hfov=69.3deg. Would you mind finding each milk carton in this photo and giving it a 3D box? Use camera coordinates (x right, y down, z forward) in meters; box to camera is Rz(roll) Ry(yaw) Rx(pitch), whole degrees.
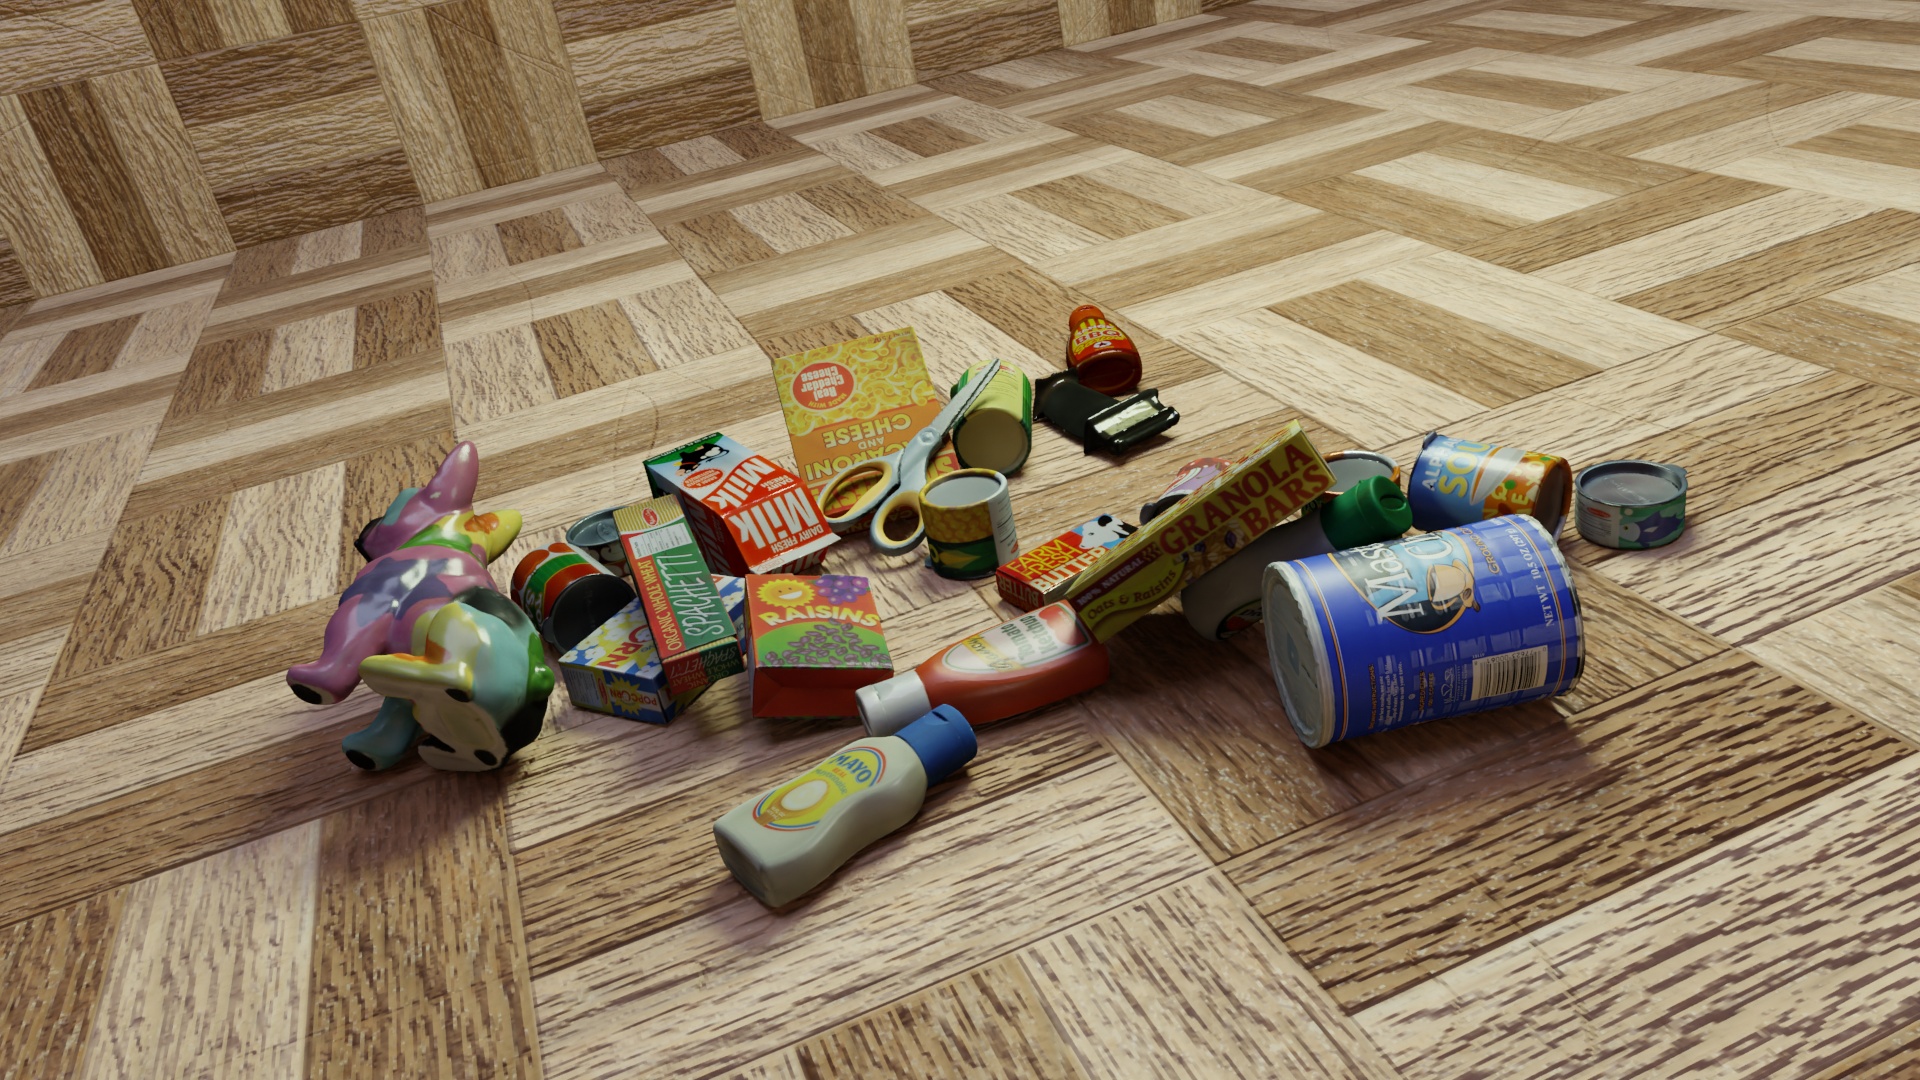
[{"bbox_3d":[-0.167,-0.017,1.062,0.072,0.073,0.191,-26,31,-27],"label":"milk carton"}]

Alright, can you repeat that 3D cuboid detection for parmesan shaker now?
[{"bbox_3d":[0.024,-0.101,1.160,0.071,0.071,0.103,-7,28,7],"label":"parmesan shaker"}]

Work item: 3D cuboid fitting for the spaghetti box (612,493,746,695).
[{"bbox_3d":[-0.196,0.030,0.947,0.050,0.028,0.251,-18,28,-13],"label":"spaghetti box"}]

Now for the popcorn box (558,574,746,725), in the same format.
[{"bbox_3d":[-0.198,0.069,0.948,0.085,0.038,0.127,7,32,29],"label":"popcorn box"}]

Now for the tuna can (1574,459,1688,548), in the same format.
[{"bbox_3d":[0.436,-0.024,0.900,0.071,0.032,0.071,-9,28,5],"label":"tuna can"}]

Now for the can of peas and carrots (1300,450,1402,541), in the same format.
[{"bbox_3d":[0.260,-0.020,0.928,0.071,0.058,0.071,-9,27,5],"label":"can of peas and carrots"}]

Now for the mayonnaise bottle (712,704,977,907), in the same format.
[{"bbox_3d":[-0.058,0.140,0.760,0.149,0.041,0.065,-29,32,-29],"label":"mayonnaise bottle"}]

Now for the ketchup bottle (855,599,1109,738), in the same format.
[{"bbox_3d":[0.012,0.084,0.839,0.149,0.043,0.065,-19,34,-13],"label":"ketchup bottle"}]

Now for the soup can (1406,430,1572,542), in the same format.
[{"bbox_3d":[0.345,-0.032,0.906,0.084,0.071,0.072,16,38,41],"label":"soup can"}]

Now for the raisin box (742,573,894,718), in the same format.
[{"bbox_3d":[-0.095,0.065,0.894,0.086,0.040,0.124,1,25,-12],"label":"raisin box"}]

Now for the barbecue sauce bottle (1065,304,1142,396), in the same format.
[{"bbox_3d":[0.127,-0.180,1.296,0.065,0.043,0.149,-11,27,2],"label":"barbecue sauce bottle"}]

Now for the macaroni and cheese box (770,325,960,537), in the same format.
[{"bbox_3d":[-0.075,-0.088,1.120,0.124,0.040,0.167,-15,57,-5],"label":"macaroni and cheese box"}]

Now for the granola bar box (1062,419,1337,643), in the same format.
[{"bbox_3d":[0.147,-0.008,0.844,0.165,0.039,0.124,-36,-1,14],"label":"granola bar box"}]

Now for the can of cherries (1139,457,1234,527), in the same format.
[{"bbox_3d":[0.164,-0.017,0.946,0.071,0.071,0.059,5,31,28],"label":"can of cherries"}]

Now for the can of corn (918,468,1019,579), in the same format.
[{"bbox_3d":[0.004,-0.013,1.008,0.071,0.058,0.071,-8,27,4],"label":"can of corn"}]

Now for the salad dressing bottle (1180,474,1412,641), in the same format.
[{"bbox_3d":[0.197,0.011,0.824,0.064,0.044,0.147,-4,-25,-44],"label":"salad dressing bottle"}]

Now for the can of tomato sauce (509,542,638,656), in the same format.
[{"bbox_3d":[-0.279,0.044,0.996,0.071,0.071,0.083,-27,30,-27],"label":"can of tomato sauce"}]

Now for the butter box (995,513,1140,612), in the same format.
[{"bbox_3d":[0.080,0.017,0.961,0.104,0.024,0.053,-26,32,-27],"label":"butter box"}]

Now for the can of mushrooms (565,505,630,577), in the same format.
[{"bbox_3d":[-0.276,0.001,1.112,0.071,0.033,0.071,-9,27,5],"label":"can of mushrooms"}]
